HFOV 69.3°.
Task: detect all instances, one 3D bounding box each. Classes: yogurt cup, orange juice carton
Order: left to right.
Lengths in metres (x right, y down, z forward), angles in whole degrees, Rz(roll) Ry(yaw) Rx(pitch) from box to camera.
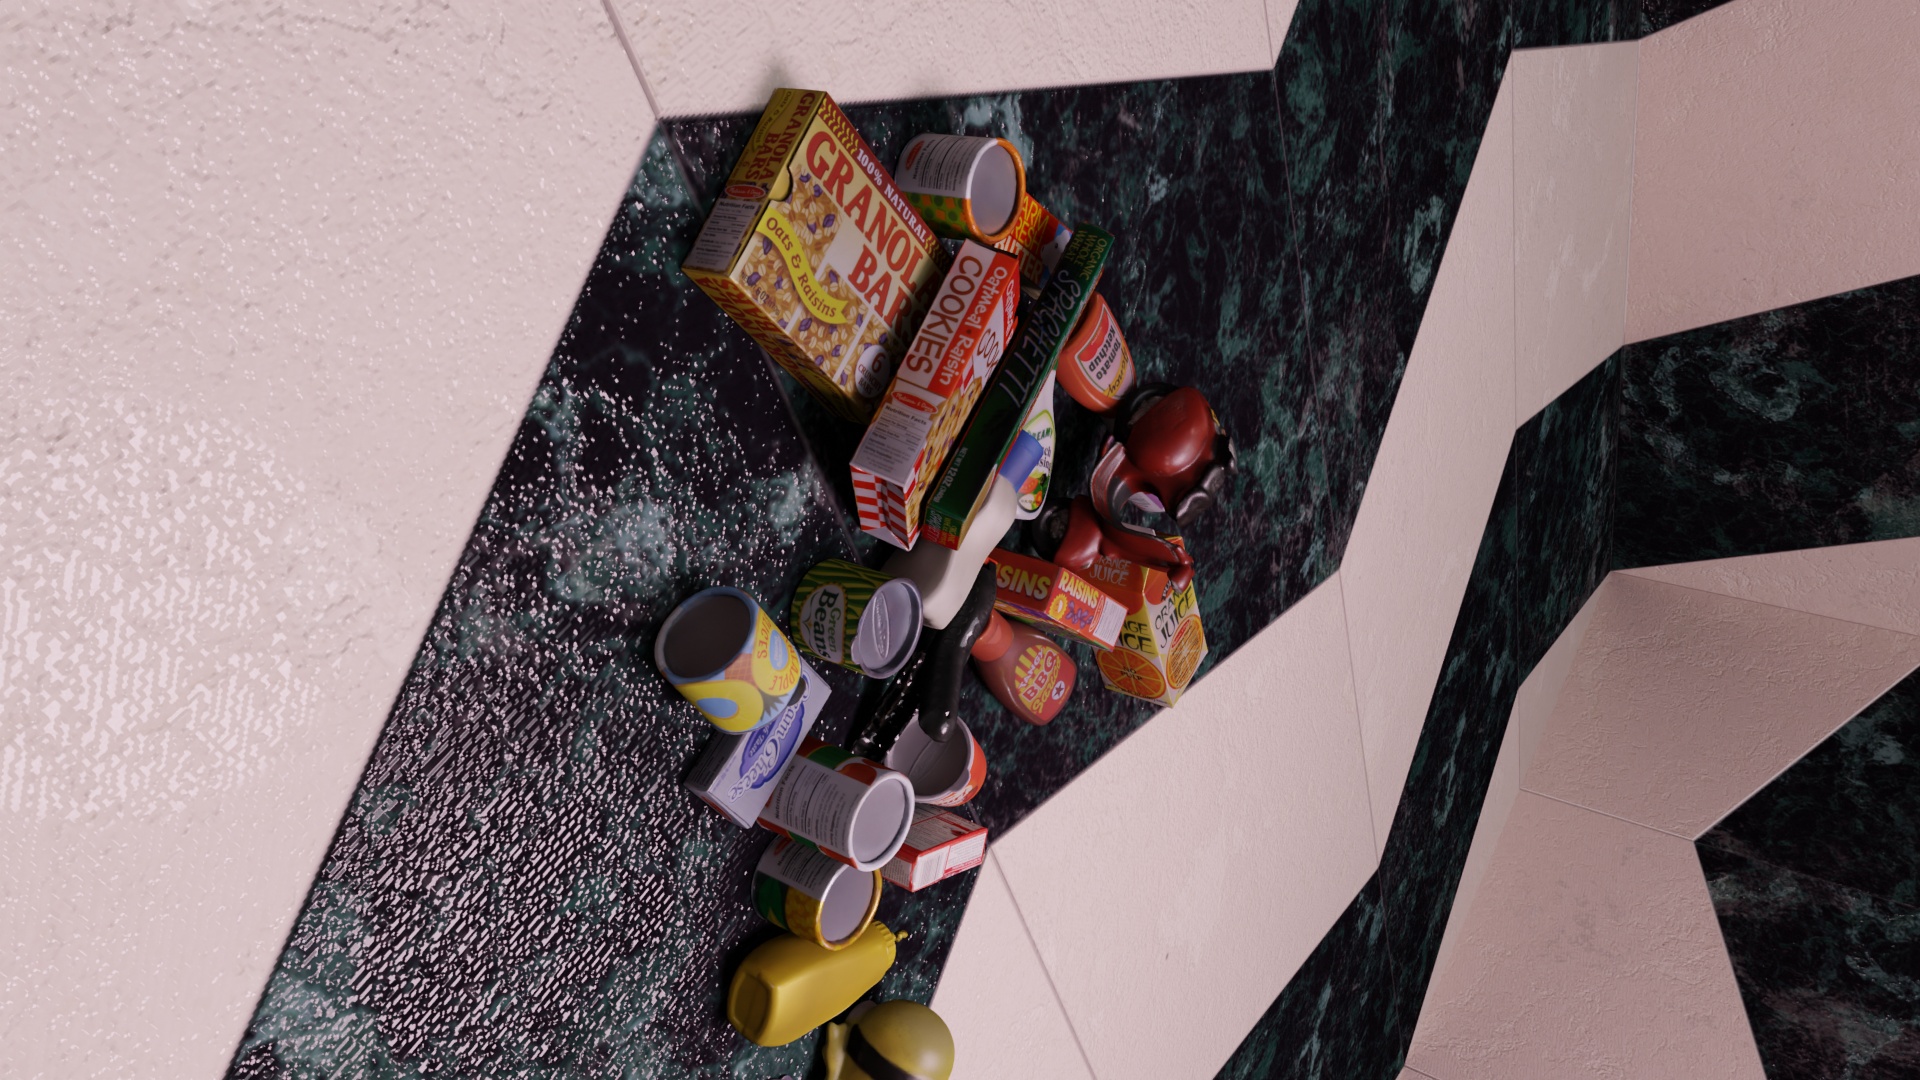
[{"bbox_3d":[-0.015,0.159,1.000,0.072,0.072,0.054,-66,153,-14],"label":"yogurt cup"},{"bbox_3d":[0.152,0.051,1.193,0.073,0.072,0.191,-52,140,-31],"label":"orange juice carton"}]

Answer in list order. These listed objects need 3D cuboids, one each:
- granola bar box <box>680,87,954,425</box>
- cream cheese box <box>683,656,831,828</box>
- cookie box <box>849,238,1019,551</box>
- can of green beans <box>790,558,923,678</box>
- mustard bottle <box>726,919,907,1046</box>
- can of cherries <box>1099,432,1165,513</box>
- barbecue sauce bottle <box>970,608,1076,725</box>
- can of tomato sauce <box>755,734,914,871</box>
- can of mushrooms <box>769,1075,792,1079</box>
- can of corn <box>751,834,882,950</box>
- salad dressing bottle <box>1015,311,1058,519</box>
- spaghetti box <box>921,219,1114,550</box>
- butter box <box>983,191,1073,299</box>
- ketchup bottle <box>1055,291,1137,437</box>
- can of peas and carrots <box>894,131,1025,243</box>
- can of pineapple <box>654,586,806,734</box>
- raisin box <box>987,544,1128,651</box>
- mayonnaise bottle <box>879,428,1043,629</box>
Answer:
[{"bbox_3d":[-0.075,-0.161,0.814,0.165,0.039,0.124,44,65,-53],"label":"granola bar box"},{"bbox_3d":[-0.124,0.120,0.860,0.104,0.024,0.053,-60,144,-22],"label":"cream cheese box"},{"bbox_3d":[-0.013,-0.090,0.885,0.122,0.040,0.168,91,24,-71],"label":"cookie box"},{"bbox_3d":[-0.066,0.049,0.887,0.071,0.058,0.071,-26,123,-49],"label":"can of green beans"},{"bbox_3d":[-0.090,0.292,0.951,0.160,0.049,0.065,-4,116,-56],"label":"mustard bottle"},{"bbox_3d":[0.158,-0.065,1.164,0.058,0.071,0.071,32,76,-54],"label":"can of cherries"},{"bbox_3d":[0.039,0.090,1.068,0.065,0.044,0.148,-59,143,-11],"label":"barbecue sauce bottle"},{"bbox_3d":[-0.080,0.166,0.888,0.071,0.083,0.071,-25,122,-49],"label":"can of tomato sauce"},{"bbox_3d":[-0.127,0.407,0.955,0.071,0.033,0.070,-24,121,-49],"label":"can of mushrooms"},{"bbox_3d":[-0.093,0.230,0.915,0.071,0.058,0.071,-25,122,-49],"label":"can of corn"},{"bbox_3d":[0.046,-0.091,1.011,0.064,0.044,0.147,2,100,-48],"label":"salad dressing bottle"},{"bbox_3d":[0.041,-0.108,0.932,0.251,0.029,0.050,-62,175,-23],"label":"spaghetti box"},{"bbox_3d":[0.045,-0.211,0.984,0.103,0.024,0.053,23,84,-56],"label":"butter box"},{"bbox_3d":[0.109,-0.131,1.090,0.065,0.043,0.148,-61,144,-15],"label":"ketchup bottle"},{"bbox_3d":[0.001,-0.223,0.885,0.071,0.059,0.070,-26,123,-48],"label":"can of peas and carrots"},{"bbox_3d":[-0.130,0.068,0.792,0.071,0.071,0.057,-59,143,-23],"label":"can of pineapple"},{"bbox_3d":[0.062,0.042,1.046,0.123,0.086,0.040,30,79,-55],"label":"raisin box"},{"bbox_3d":[0.003,-0.012,0.946,0.148,0.065,0.041,-55,132,-16],"label":"mayonnaise bottle"}]
